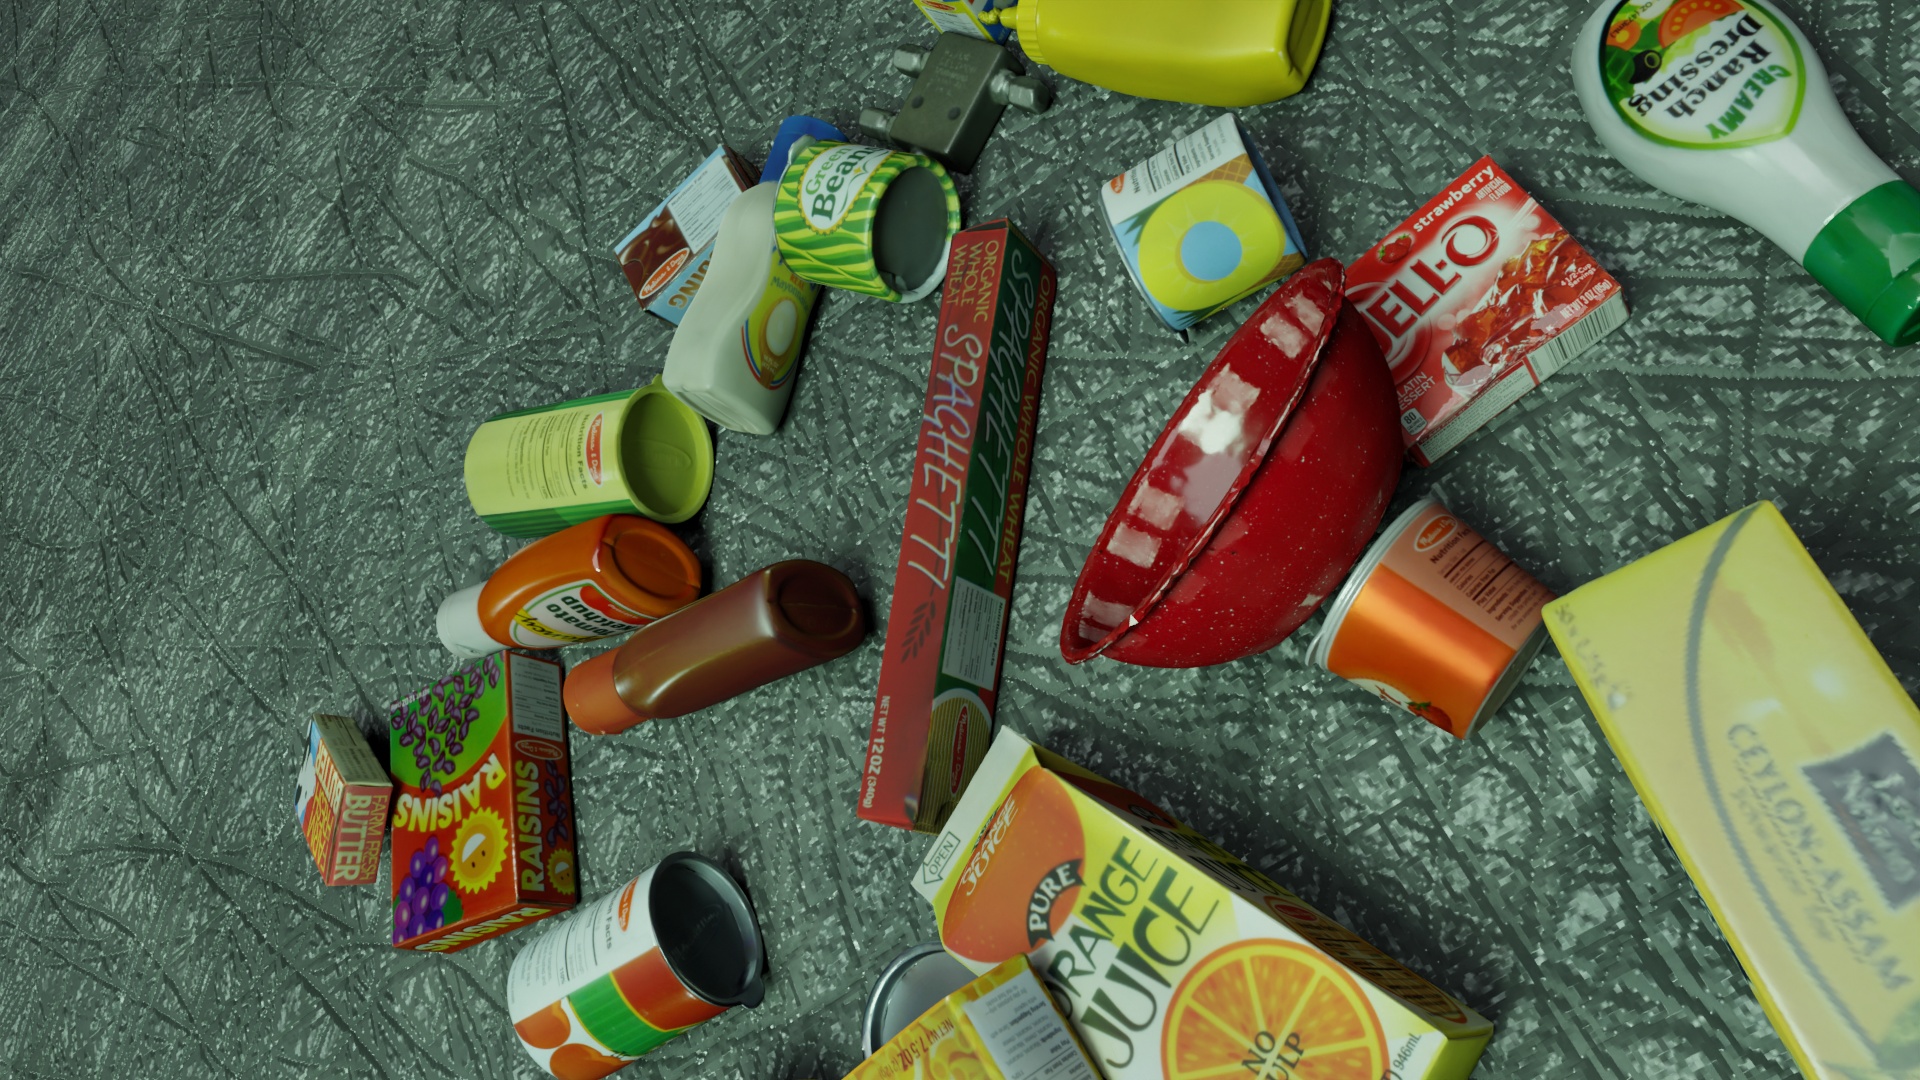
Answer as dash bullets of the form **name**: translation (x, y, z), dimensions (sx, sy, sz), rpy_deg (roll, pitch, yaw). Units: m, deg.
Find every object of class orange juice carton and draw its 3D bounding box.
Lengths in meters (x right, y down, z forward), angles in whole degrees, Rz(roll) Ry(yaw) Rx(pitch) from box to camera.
- **orange juice carton**: translation (0.067, 0.137, 0.463), dimensions (0.193, 0.073, 0.072), rpy_deg (29, 91, 35)

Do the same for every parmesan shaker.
- **parmesan shaker**: translation (-0.181, -0.040, 0.678), dimensions (0.103, 0.071, 0.071), rpy_deg (-5, 72, 31)

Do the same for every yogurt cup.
- **yogurt cup**: translation (0.157, 0.028, 0.452), dimensions (0.054, 0.072, 0.072), rpy_deg (36, 95, 26)

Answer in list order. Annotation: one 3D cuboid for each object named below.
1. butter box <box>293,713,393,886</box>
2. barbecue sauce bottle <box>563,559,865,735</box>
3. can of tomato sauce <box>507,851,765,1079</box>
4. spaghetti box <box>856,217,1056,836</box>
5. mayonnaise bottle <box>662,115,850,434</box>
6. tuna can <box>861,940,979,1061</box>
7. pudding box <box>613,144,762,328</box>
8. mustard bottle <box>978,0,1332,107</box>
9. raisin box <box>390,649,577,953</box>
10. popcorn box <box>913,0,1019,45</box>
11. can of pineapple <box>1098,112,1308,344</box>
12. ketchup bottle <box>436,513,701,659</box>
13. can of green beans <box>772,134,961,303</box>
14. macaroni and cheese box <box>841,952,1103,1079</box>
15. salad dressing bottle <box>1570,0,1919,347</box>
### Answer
- **butter box**: translation (-0.313, 0.129, 0.701), dimensions (0.103, 0.024, 0.053), rpy_deg (23, 101, 54)
- **barbecue sauce bottle**: translation (-0.115, 0.051, 0.612), dimensions (0.148, 0.065, 0.044), rpy_deg (-23, 71, 33)
- **can of tomato sauce**: translation (-0.133, 0.179, 0.577), dimensions (0.083, 0.071, 0.071), rpy_deg (-33, 60, 19)
- **spaghetti box**: translation (0.002, -0.007, 0.566), dimensions (0.028, 0.050, 0.250), rpy_deg (0, 74, 30)
- **mayonnaise bottle**: translation (-0.091, -0.128, 0.657), dimensions (0.041, 0.064, 0.148), rpy_deg (10, 76, 30)
- **tuna can**: translation (0.000, 0.185, 0.512), dimensions (0.071, 0.033, 0.071), rpy_deg (-10, 69, 28)
- **pudding box**: translation (-0.133, -0.155, 0.710), dimensions (0.083, 0.030, 0.050), rpy_deg (-40, 59, 14)
- **mustard bottle**: translation (0.075, -0.224, 0.595), dimensions (0.160, 0.049, 0.065), rpy_deg (17, 83, 35)
- **raisin box**: translation (-0.232, 0.126, 0.670), dimensions (0.086, 0.040, 0.124), rpy_deg (-23, 62, 23)
- **popcorn box**: translation (0.012, -0.306, 0.638), dimensions (0.038, 0.085, 0.126), rpy_deg (23, 86, 34)
- **can of pineapple**: translation (0.095, -0.121, 0.539), dimensions (0.057, 0.071, 0.071), rpy_deg (-27, 62, 22)
- **ketchup bottle**: translation (-0.195, 0.027, 0.670), dimensions (0.148, 0.064, 0.044), rpy_deg (-16, 56, 36)
- **can of green beans**: translation (-0.042, -0.144, 0.628), dimensions (0.058, 0.071, 0.071), rpy_deg (19, 85, 34)
- **macaroni and cheese box**: translation (0.022, 0.232, 0.433), dimensions (0.167, 0.040, 0.123), rpy_deg (56, 131, 19)
- **salad dressing bottle**: translation (0.263, -0.126, 0.450), dimensions (0.064, 0.044, 0.148), rpy_deg (-39, 58, 16)
